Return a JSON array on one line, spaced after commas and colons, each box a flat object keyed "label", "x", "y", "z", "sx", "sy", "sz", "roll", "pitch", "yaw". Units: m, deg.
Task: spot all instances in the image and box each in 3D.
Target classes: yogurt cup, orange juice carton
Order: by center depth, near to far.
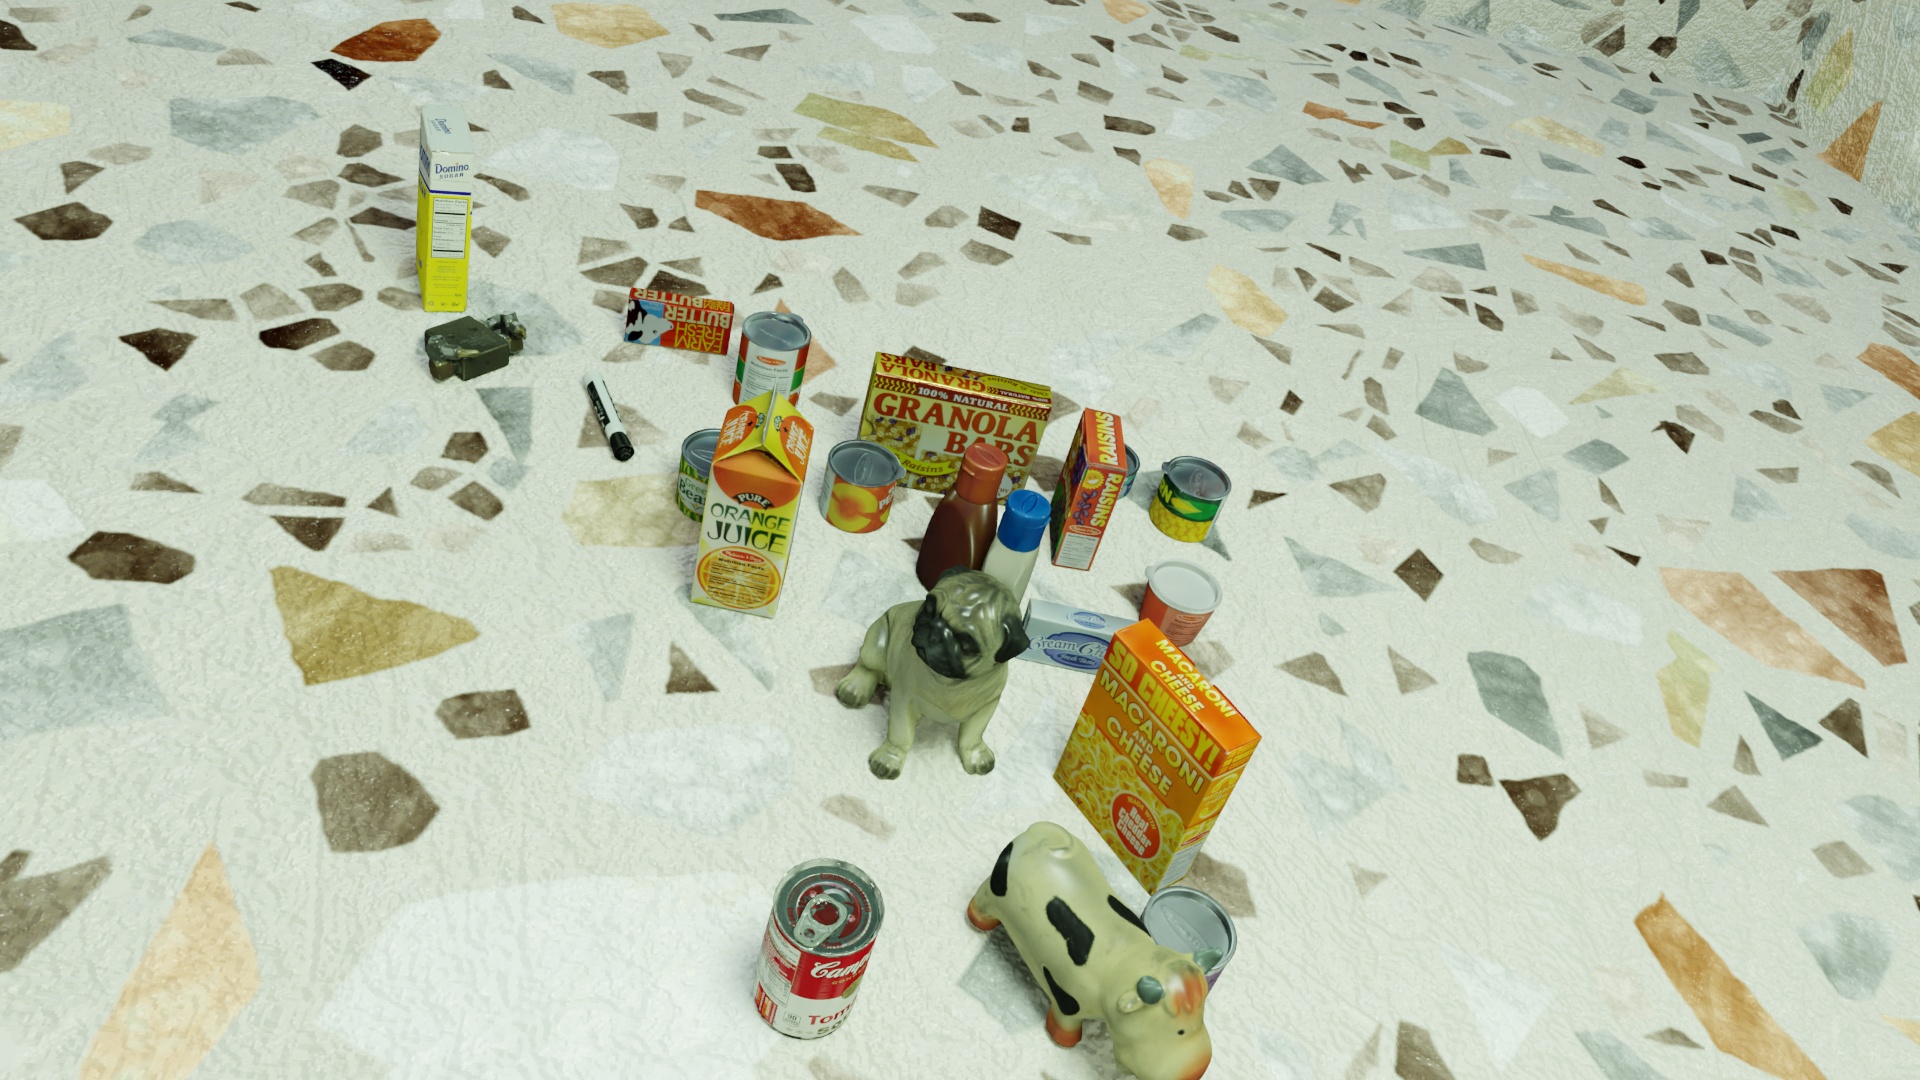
[{"label": "orange juice carton", "x": -0.164, "y": -0.034, "z": 1.106, "sx": 0.073, "sy": 0.191, "sz": 0.072, "roll": 12, "pitch": 40, "yaw": -6}, {"label": "yogurt cup", "x": 0.192, "y": 0.057, "z": 1.236, "sx": 0.072, "sy": 0.053, "sz": 0.073, "roll": 10, "pitch": 40, "yaw": -8}]

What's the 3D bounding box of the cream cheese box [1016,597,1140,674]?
[{"label": "cream cheese box", "x": 0.101, "y": 0.084, "z": 1.172, "sx": 0.104, "sy": 0.053, "sz": 0.024, "roll": 13, "pitch": 40, "yaw": -5}]

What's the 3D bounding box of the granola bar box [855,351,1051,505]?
[{"label": "granola bar box", "x": -0.010, "y": -0.101, "z": 1.292, "sx": 0.166, "sy": 0.123, "sz": 0.039, "roll": 10, "pitch": 40, "yaw": -8}]

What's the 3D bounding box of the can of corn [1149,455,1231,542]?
[{"label": "can of corn", "x": 0.221, "y": -0.041, "z": 1.357, "sx": 0.071, "sy": 0.058, "sz": 0.071, "roll": 10, "pitch": 40, "yaw": -8}]

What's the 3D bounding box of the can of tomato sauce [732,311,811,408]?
[{"label": "can of tomato sauce", "x": -0.183, "y": -0.170, "z": 1.344, "sx": 0.071, "sy": 0.082, "sz": 0.071, "roll": 10, "pitch": 40, "yaw": -8}]

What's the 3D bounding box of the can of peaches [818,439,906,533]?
[{"label": "can of peaches", "x": -0.089, "y": -0.048, "z": 1.254, "sx": 0.071, "sy": 0.057, "sz": 0.071, "roll": 10, "pitch": 40, "yaw": -8}]

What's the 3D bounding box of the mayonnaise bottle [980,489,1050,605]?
[{"label": "mayonnaise bottle", "x": 0.038, "y": 0.024, "z": 1.146, "sx": 0.041, "sy": 0.147, "sz": 0.065, "roll": 24, "pitch": 40, "yaw": 9}]

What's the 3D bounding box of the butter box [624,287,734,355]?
[{"label": "butter box", "x": -0.281, "y": -0.218, "z": 1.388, "sx": 0.103, "sy": 0.052, "sz": 0.024, "roll": 6, "pitch": 41, "yaw": -13}]

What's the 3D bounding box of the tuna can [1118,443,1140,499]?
[{"label": "tuna can", "x": 0.142, "y": -0.071, "z": 1.383, "sx": 0.071, "sy": 0.032, "sz": 0.071, "roll": 10, "pitch": 40, "yaw": -8}]

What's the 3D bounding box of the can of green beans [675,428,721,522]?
[{"label": "can of green beans", "x": -0.215, "y": -0.056, "z": 1.219, "sx": 0.071, "sy": 0.057, "sz": 0.071, "roll": 10, "pitch": 40, "yaw": -8}]

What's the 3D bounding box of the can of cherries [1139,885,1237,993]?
[{"label": "can of cherries", "x": 0.147, "y": 0.282, "z": 0.954, "sx": 0.071, "sy": 0.058, "sz": 0.072, "roll": 10, "pitch": 40, "yaw": -8}]

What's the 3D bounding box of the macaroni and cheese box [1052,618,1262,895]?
[{"label": "macaroni and cheese box", "x": 0.139, "y": 0.158, "z": 1.012, "sx": 0.040, "sy": 0.165, "sz": 0.124, "roll": -17, "pitch": 50, "yaw": -34}]

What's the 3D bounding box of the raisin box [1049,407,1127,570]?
[{"label": "raisin box", "x": 0.115, "y": -0.047, "z": 1.274, "sx": 0.040, "sy": 0.122, "sz": 0.086, "roll": 11, "pitch": 40, "yaw": -7}]

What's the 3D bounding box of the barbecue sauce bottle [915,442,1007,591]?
[{"label": "barbecue sauce bottle", "x": 0.004, "y": -0.015, "z": 1.178, "sx": 0.044, "sy": 0.147, "sz": 0.065, "roll": -25, "pitch": 55, "yaw": -39}]
